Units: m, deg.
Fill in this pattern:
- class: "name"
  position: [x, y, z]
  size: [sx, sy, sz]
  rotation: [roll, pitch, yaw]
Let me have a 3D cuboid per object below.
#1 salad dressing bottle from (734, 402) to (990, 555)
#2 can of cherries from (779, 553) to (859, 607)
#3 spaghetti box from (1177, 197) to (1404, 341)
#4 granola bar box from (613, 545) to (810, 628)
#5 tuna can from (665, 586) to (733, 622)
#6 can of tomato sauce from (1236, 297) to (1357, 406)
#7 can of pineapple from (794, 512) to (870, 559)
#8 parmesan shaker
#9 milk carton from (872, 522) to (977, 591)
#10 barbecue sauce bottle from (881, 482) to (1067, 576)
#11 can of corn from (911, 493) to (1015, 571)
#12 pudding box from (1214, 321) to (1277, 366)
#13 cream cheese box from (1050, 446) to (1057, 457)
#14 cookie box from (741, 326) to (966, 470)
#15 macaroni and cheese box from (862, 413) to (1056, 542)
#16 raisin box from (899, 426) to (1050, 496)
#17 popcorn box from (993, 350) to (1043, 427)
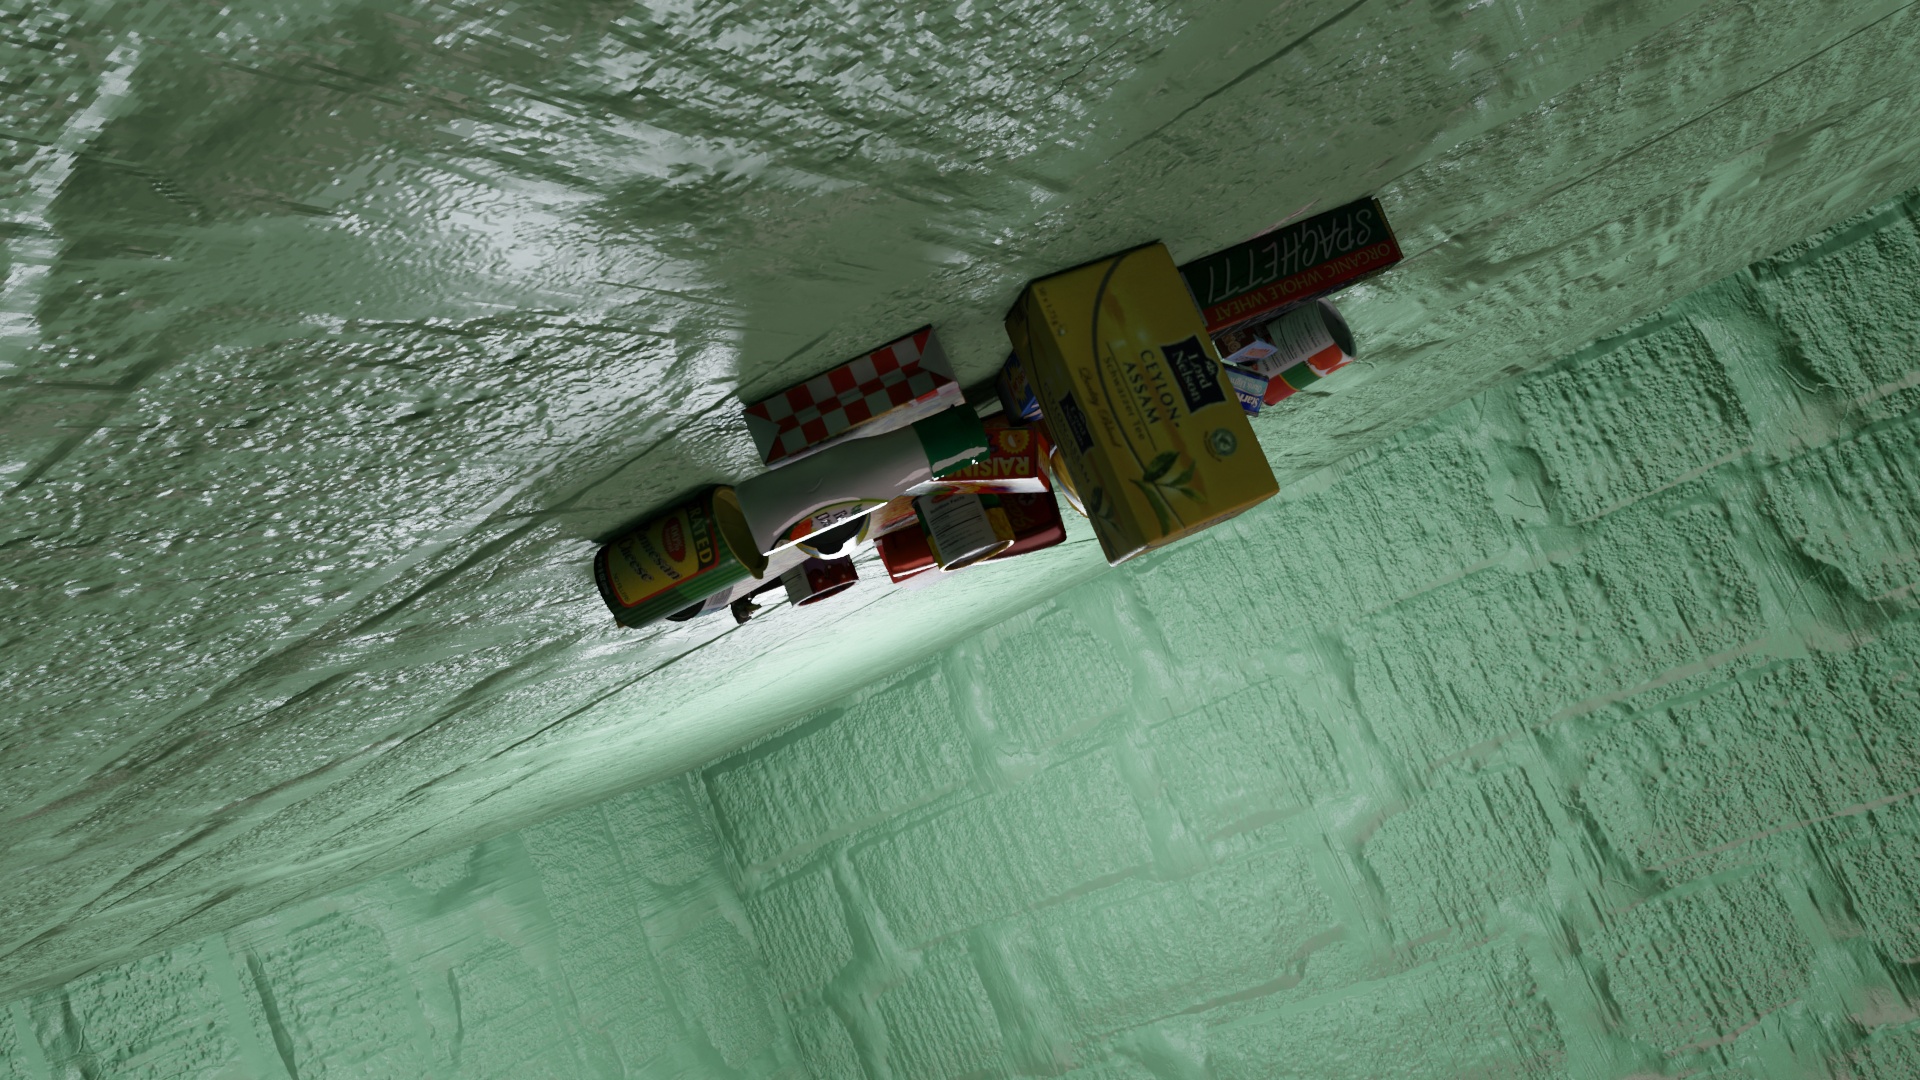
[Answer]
- class: "salad dressing bottle"
  position: [-0.056, -0.038, 0.815]
  size: [0.148, 0.044, 0.064]
  rotation: [-23, 169, -7]
- class: "can of cherries"
  position: [-0.128, 0.021, 1.244]
  size: [0.071, 0.058, 0.071]
  rotation: [-23, 172, -3]
- class: "spaghetti box"
  position: [0.177, -0.164, 0.926]
  size: [0.251, 0.050, 0.028]
  rotation: [-22, 174, -12]
- class: "granola bar box"
  position: [-0.185, 0.017, 1.118]
  size: [0.165, 0.039, 0.124]
  rotation: [-28, 171, 31]
- class: "tuna can"
  position: [-0.204, 0.025, 1.030]
  size: [0.071, 0.071, 0.033]
  rotation: [-28, 172, 28]
- class: "can of tomato sauce"
  position: [0.289, -0.164, 1.195]
  size: [0.083, 0.071, 0.071]
  rotation: [-30, 170, 33]
- class: "can of pineapple"
  position: [-0.099, -0.021, 1.011]
  size: [0.071, 0.071, 0.057]
  rotation: [-23, 172, -6]
- class: "parmesan shaker"
  position: [-0.194, 0.015, 0.965]
  size: [0.103, 0.071, 0.071]
  rotation: [-26, 172, 15]
- class: "milk carton"
  position: [-0.035, -0.002, 1.292]
  size: [0.072, 0.073, 0.190]
  rotation: [-22, 174, 3]
- class: "barbecue sauce bottle"
  position: [0.010, -0.007, 1.155]
  size: [0.148, 0.065, 0.043]
  rotation: [-17, 140, 4]
- class: "can of corn"
  position: [0.004, -0.014, 1.097]
  size: [0.071, 0.058, 0.071]
  rotation: [-22, 170, -4]
- class: "pudding box"
  position: [0.209, -0.160, 1.047]
  size: [0.030, 0.050, 0.084]
  rotation: [-29, 171, 22]
- class: "cream cheese box"
  position: [0.086, -0.096, 1.214]
  size: [0.053, 0.024, 0.103]
  rotation: [-16, 169, -37]
- class: "cookie box"
  position: [-0.057, -0.073, 0.884]
  size: [0.123, 0.040, 0.167]
  rotation: [-24, 172, 2]
- class: "macaroni and cheese box"
  position: [-0.014, -0.054, 1.141]
  size: [0.167, 0.040, 0.123]
  rotation: [-21, 171, -15]
- class: "raisin box"
  position: [0.000, -0.057, 1.015]
  size: [0.123, 0.040, 0.086]
  rotation: [-1, 174, 9]
- class: "popcorn box"
  position: [0.093, -0.127, 0.975]
  size: [0.127, 0.038, 0.085]
  rotation: [-22, 173, -14]
